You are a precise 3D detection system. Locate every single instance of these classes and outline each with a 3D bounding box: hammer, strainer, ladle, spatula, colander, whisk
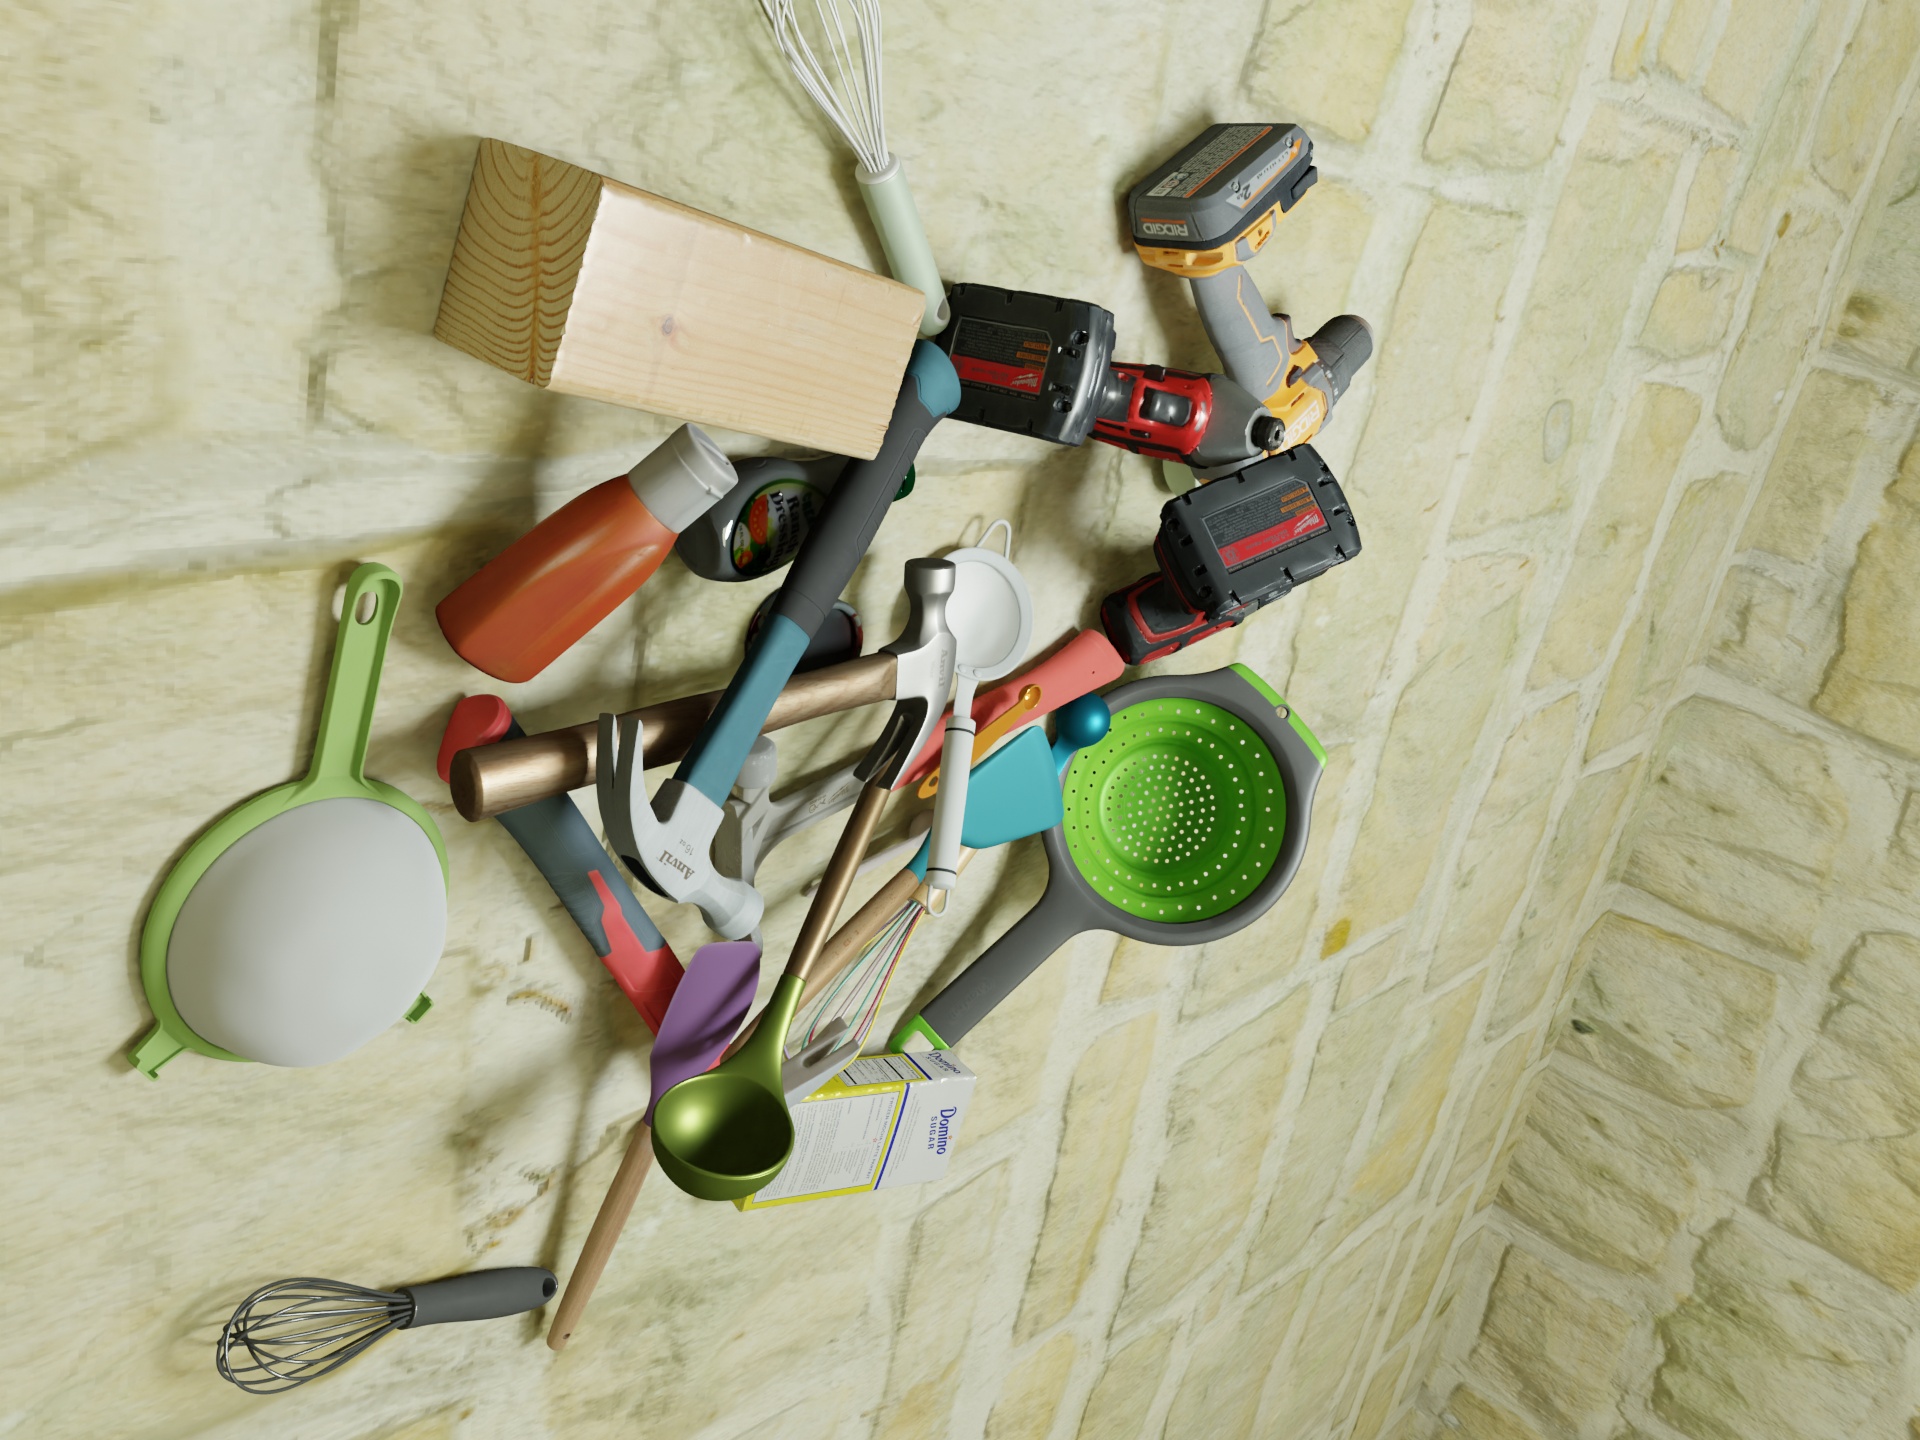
[{"bbox_3d":[-0.082,-0.059,0.830,0.128,0.033,0.331,44,64,-41],"label":"hammer"},{"bbox_3d":[-0.277,0.058,0.728,0.151,0.069,0.256,-4,117,-51],"label":"strainer"},{"bbox_3d":[-0.120,-0.001,0.853,0.331,0.031,0.130,-18,118,-45],"label":"hammer"},{"bbox_3d":[-0.016,0.023,1.068,0.359,0.037,0.149,-26,131,-40],"label":"hammer"},{"bbox_3d":[-0.085,0.121,0.915,0.062,0.078,0.320,101,11,-64],"label":"ladle"},{"bbox_3d":[-0.039,0.115,1.006,0.317,0.044,0.082,-44,130,-40],"label":"spatula"},{"bbox_3d":[0.101,0.124,1.233,0.397,0.204,0.094,-42,178,-2],"label":"colander"},{"bbox_3d":[-0.002,-0.003,1.002,0.086,0.050,0.259,18,69,-31],"label":"strainer"},{"bbox_3d":[-0.174,0.120,0.904,0.143,0.038,0.385,-31,135,-12],"label":"hammer"},{"bbox_3d":[-0.311,0.332,0.890,0.238,0.055,0.055,20,96,-59],"label":"whisk"},{"bbox_3d":[-0.046,-0.290,0.816,0.058,0.059,0.246,-66,154,-25],"label":"whisk"},{"bbox_3d":[-0.039,0.149,1.113,0.245,0.047,0.051,-52,135,-22],"label":"whisk"},{"bbox_3d":[-0.191,0.261,0.959,0.059,0.018,0.316,7,116,-44],"label":"spatula"}]

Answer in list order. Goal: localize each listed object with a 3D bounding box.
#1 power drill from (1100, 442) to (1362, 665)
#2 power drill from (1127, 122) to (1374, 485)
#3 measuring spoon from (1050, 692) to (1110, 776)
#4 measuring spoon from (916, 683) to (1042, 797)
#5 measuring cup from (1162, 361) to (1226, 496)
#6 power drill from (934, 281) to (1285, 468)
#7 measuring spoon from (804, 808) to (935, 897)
[{"bbox_3d":[0.201,-0.112,1.098,0.188,0.080,0.226,-23,173,-8],"label":"power drill"},{"bbox_3d":[0.210,-0.288,1.085,0.185,0.084,0.226,-44,132,-26],"label":"power drill"},{"bbox_3d":[0.068,0.035,1.176,0.128,0.042,0.021,-56,-173,-3],"label":"measuring spoon"},{"bbox_3d":[0.011,0.012,1.058,0.117,0.011,0.021,-41,141,-22],"label":"measuring spoon"},{"bbox_3d":[0.180,-0.237,1.151,0.083,0.038,0.167,-17,114,-42],"label":"measuring cup"},{"bbox_3d":[0.095,-0.199,0.971,0.219,0.143,0.078,2,105,-50],"label":"power drill"},{"bbox_3d":[-0.058,0.088,1.079,0.124,0.018,0.034,-25,158,-33],"label":"measuring spoon"}]
